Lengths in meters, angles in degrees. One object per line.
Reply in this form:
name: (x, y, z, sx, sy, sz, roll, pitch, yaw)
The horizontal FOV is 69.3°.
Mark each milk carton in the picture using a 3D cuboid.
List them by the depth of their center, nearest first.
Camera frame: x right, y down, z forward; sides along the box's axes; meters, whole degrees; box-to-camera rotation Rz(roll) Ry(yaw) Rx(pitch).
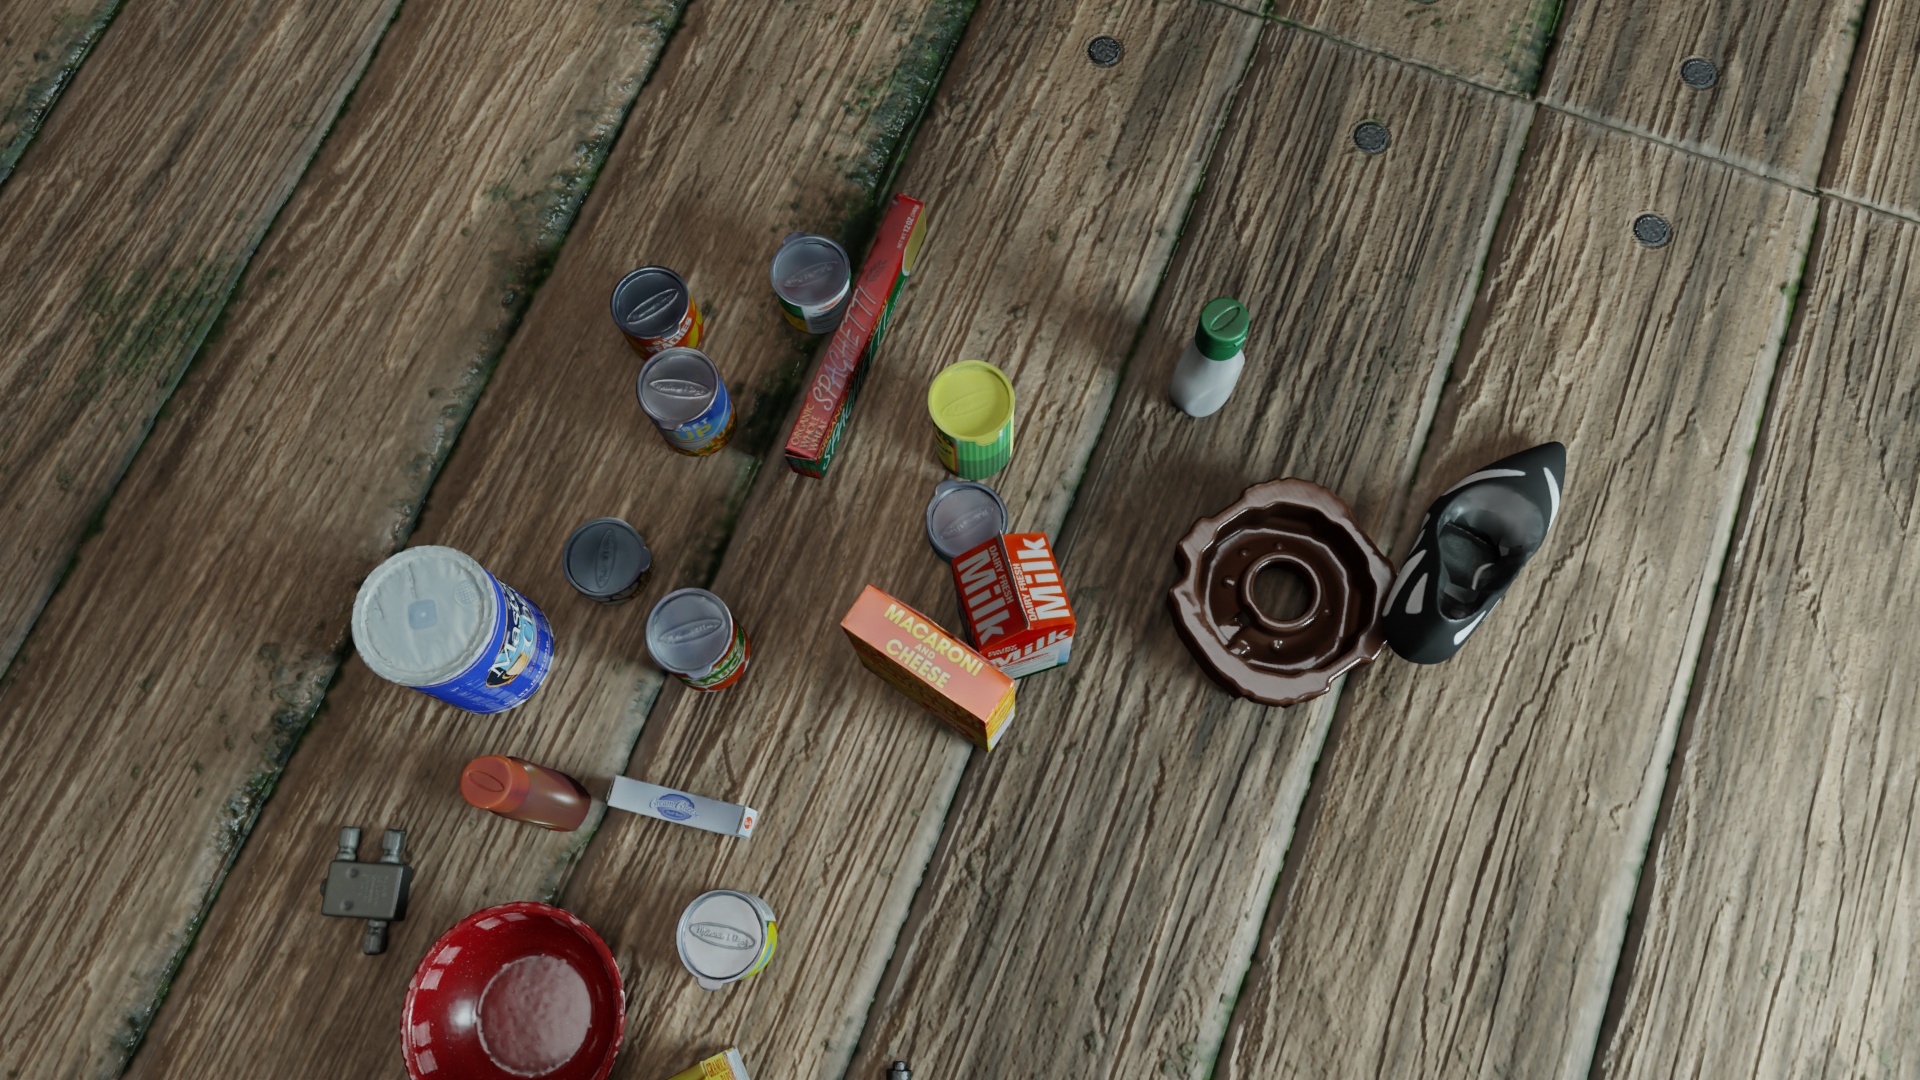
milk carton: (0.038, 0.050, 1.018, 0.073, 0.190, 0.072, -17, 74, -3)

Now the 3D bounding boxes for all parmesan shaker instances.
parmesan shaker: (0.010, -0.091, 1.106, 0.071, 0.103, 0.071, 0, 74, 2)

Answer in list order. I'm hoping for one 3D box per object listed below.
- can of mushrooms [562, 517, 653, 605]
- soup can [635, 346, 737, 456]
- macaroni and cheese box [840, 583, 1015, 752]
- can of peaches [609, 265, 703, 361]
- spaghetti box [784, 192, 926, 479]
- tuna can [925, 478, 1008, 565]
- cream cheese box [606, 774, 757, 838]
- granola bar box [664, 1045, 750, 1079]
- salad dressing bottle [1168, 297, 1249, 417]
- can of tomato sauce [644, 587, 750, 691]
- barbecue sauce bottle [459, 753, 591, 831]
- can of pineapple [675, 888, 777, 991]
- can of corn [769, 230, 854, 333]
can of mushrooms: (-0.281, 0.018, 1.118, 0.071, 0.033, 0.071, 0, 74, 1)
soup can: (-0.221, -0.109, 1.127, 0.071, 0.083, 0.071, 0, 74, 2)
macaroni and cheese box: (-0.020, 0.096, 1.019, 0.124, 0.166, 0.040, 33, 78, 10)
can of peaches: (-0.252, -0.186, 1.164, 0.071, 0.058, 0.071, 0, 74, 2)
spaghetti box: (-0.085, -0.170, 1.159, 0.029, 0.050, 0.250, 19, 75, 7)
tuna can: (0.004, -0.014, 1.120, 0.071, 0.032, 0.071, 0, 74, 1)
cream cheese box: (-0.210, 0.203, 1.052, 0.104, 0.053, 0.024, 13, 75, 5)
granola bar box: (-0.232, 0.409, 0.955, 0.166, 0.124, 0.039, -27, 75, -6)
salad dressing bottle: (0.198, -0.144, 1.093, 0.064, 0.147, 0.044, -39, 77, -9)
can of tomato sauce: (-0.200, 0.080, 1.072, 0.071, 0.083, 0.071, 0, 74, 2)
barbecue sauce bottle: (-0.319, 0.182, 1.011, 0.065, 0.148, 0.044, 23, 76, 8)
can of pineapple: (-0.172, 0.292, 1.022, 0.071, 0.057, 0.071, 0, 74, 2)
can of corn: (-0.124, -0.217, 1.170, 0.071, 0.058, 0.071, 0, 74, 2)
